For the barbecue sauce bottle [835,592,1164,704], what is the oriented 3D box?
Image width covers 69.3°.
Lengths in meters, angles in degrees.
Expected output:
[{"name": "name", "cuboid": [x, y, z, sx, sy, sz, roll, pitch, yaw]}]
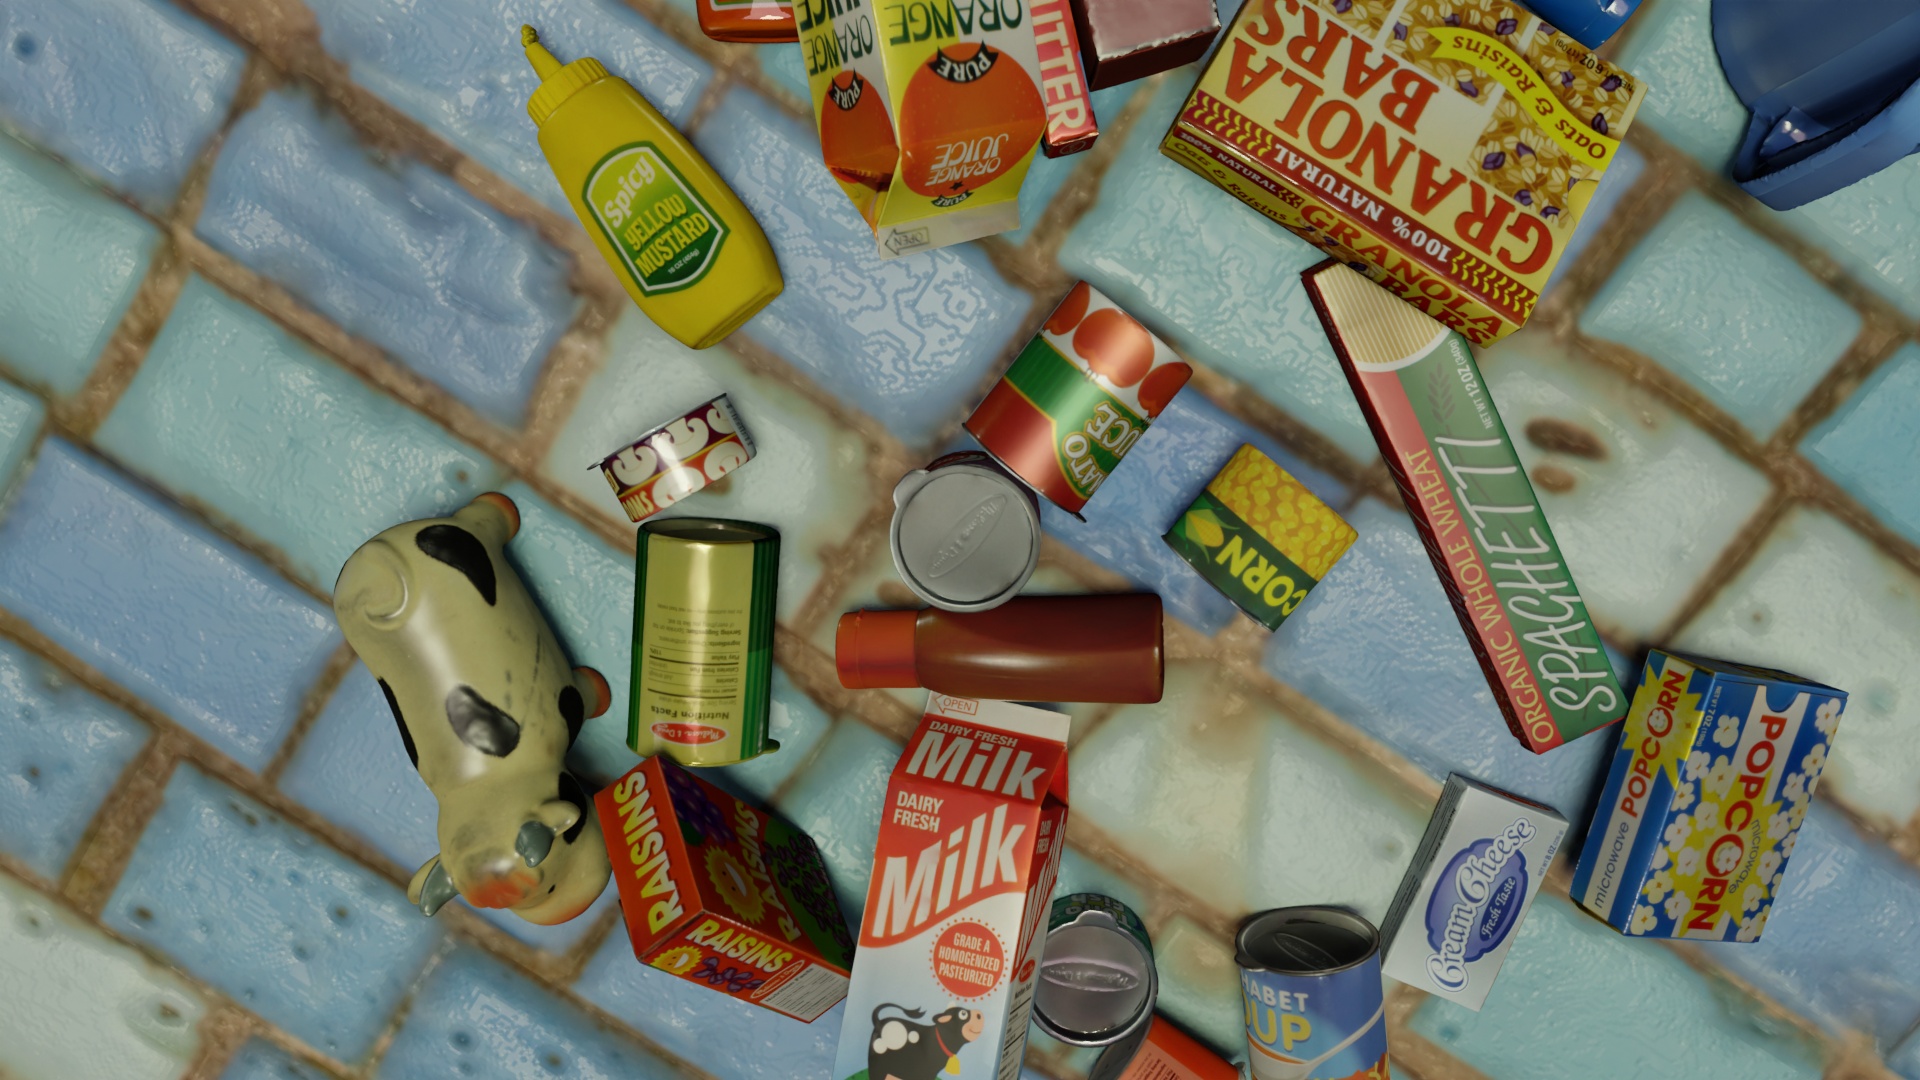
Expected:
[{"name": "barbecue sauce bottle", "cuboid": [0.018, 0.049, 0.639, 0.148, 0.065, 0.043, -1, 111, 9]}]

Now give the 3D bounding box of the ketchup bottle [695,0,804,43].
[{"name": "ketchup bottle", "cuboid": [-0.084, -0.293, 0.594, 0.065, 0.043, 0.148, -2, 99, -3]}]

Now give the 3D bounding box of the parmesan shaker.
[{"name": "parmesan shaker", "cuboid": [-0.116, 0.045, 0.643, 0.071, 0.071, 0.103, 6, 99, 2]}]

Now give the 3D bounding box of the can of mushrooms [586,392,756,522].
[{"name": "can of mushrooms", "cuboid": [-0.130, -0.036, 0.628, 0.071, 0.071, 0.033, -27, 99, 7]}]

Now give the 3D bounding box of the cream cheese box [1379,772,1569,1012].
[{"name": "cream cheese box", "cuboid": [0.242, 0.168, 0.665, 0.053, 0.024, 0.103, 21, 100, 1]}]

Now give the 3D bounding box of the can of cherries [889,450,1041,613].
[{"name": "can of cherries", "cuboid": [0.002, -0.008, 0.631, 0.071, 0.058, 0.071, 1, 101, 4]}]

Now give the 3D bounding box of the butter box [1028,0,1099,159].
[{"name": "butter box", "cuboid": [0.035, -0.219, 0.595, 0.024, 0.053, 0.103, -14, 99, 4]}]

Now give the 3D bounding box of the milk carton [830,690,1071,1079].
[{"name": "milk carton", "cuboid": [0.000, 0.167, 0.633, 0.072, 0.073, 0.190, 10, 83, 16]}]

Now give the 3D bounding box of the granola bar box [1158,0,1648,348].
[{"name": "granola bar box", "cuboid": [0.186, -0.177, 0.583, 0.165, 0.039, 0.124, 30, 81, -2]}]

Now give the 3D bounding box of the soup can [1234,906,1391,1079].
[{"name": "soup can", "cuboid": [0.165, 0.227, 0.657, 0.071, 0.071, 0.083, -7, 100, 4]}]

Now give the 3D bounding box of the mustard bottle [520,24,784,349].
[{"name": "mustard bottle", "cuboid": [-0.147, -0.162, 0.617, 0.065, 0.049, 0.160, -38, 96, 7]}]

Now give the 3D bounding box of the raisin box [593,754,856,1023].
[{"name": "raisin box", "cuboid": [-0.102, 0.157, 0.621, 0.040, 0.086, 0.123, -36, 139, 8]}]

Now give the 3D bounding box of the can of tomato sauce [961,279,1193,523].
[{"name": "can of tomato sauce", "cuboid": [0.053, -0.062, 0.614, 0.071, 0.071, 0.083, 38, 99, -4]}]

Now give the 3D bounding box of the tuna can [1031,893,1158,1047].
[{"name": "tuna can", "cuboid": [0.062, 0.206, 0.677, 0.071, 0.033, 0.071, 1, 100, 3]}]

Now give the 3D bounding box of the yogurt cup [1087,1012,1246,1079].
[{"name": "yogurt cup", "cuboid": [0.096, 0.267, 0.671, 0.054, 0.072, 0.072, 40, 100, 4]}]

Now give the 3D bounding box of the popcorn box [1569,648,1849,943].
[{"name": "popcorn box", "cuboid": [0.338, 0.117, 0.630, 0.085, 0.038, 0.126, 10, 101, -21]}]

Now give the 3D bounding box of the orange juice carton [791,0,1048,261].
[{"name": "orange juice carton", "cuboid": [-0.021, -0.217, 0.568, 0.072, 0.073, 0.192, -18, 105, -27]}]

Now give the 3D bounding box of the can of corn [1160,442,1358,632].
[{"name": "can of corn", "cuboid": [0.134, -0.001, 0.618, 0.071, 0.071, 0.058, 39, 99, -4]}]

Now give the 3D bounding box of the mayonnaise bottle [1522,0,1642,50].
[{"name": "mayonnaise bottle", "cuboid": [0.220, -0.266, 0.583, 0.148, 0.041, 0.064, 37, 98, -3]}]

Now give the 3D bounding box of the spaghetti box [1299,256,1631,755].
[{"name": "spaghetti box", "cuboid": [0.231, -0.020, 0.631, 0.050, 0.029, 0.249, -26, 97, 6]}]
